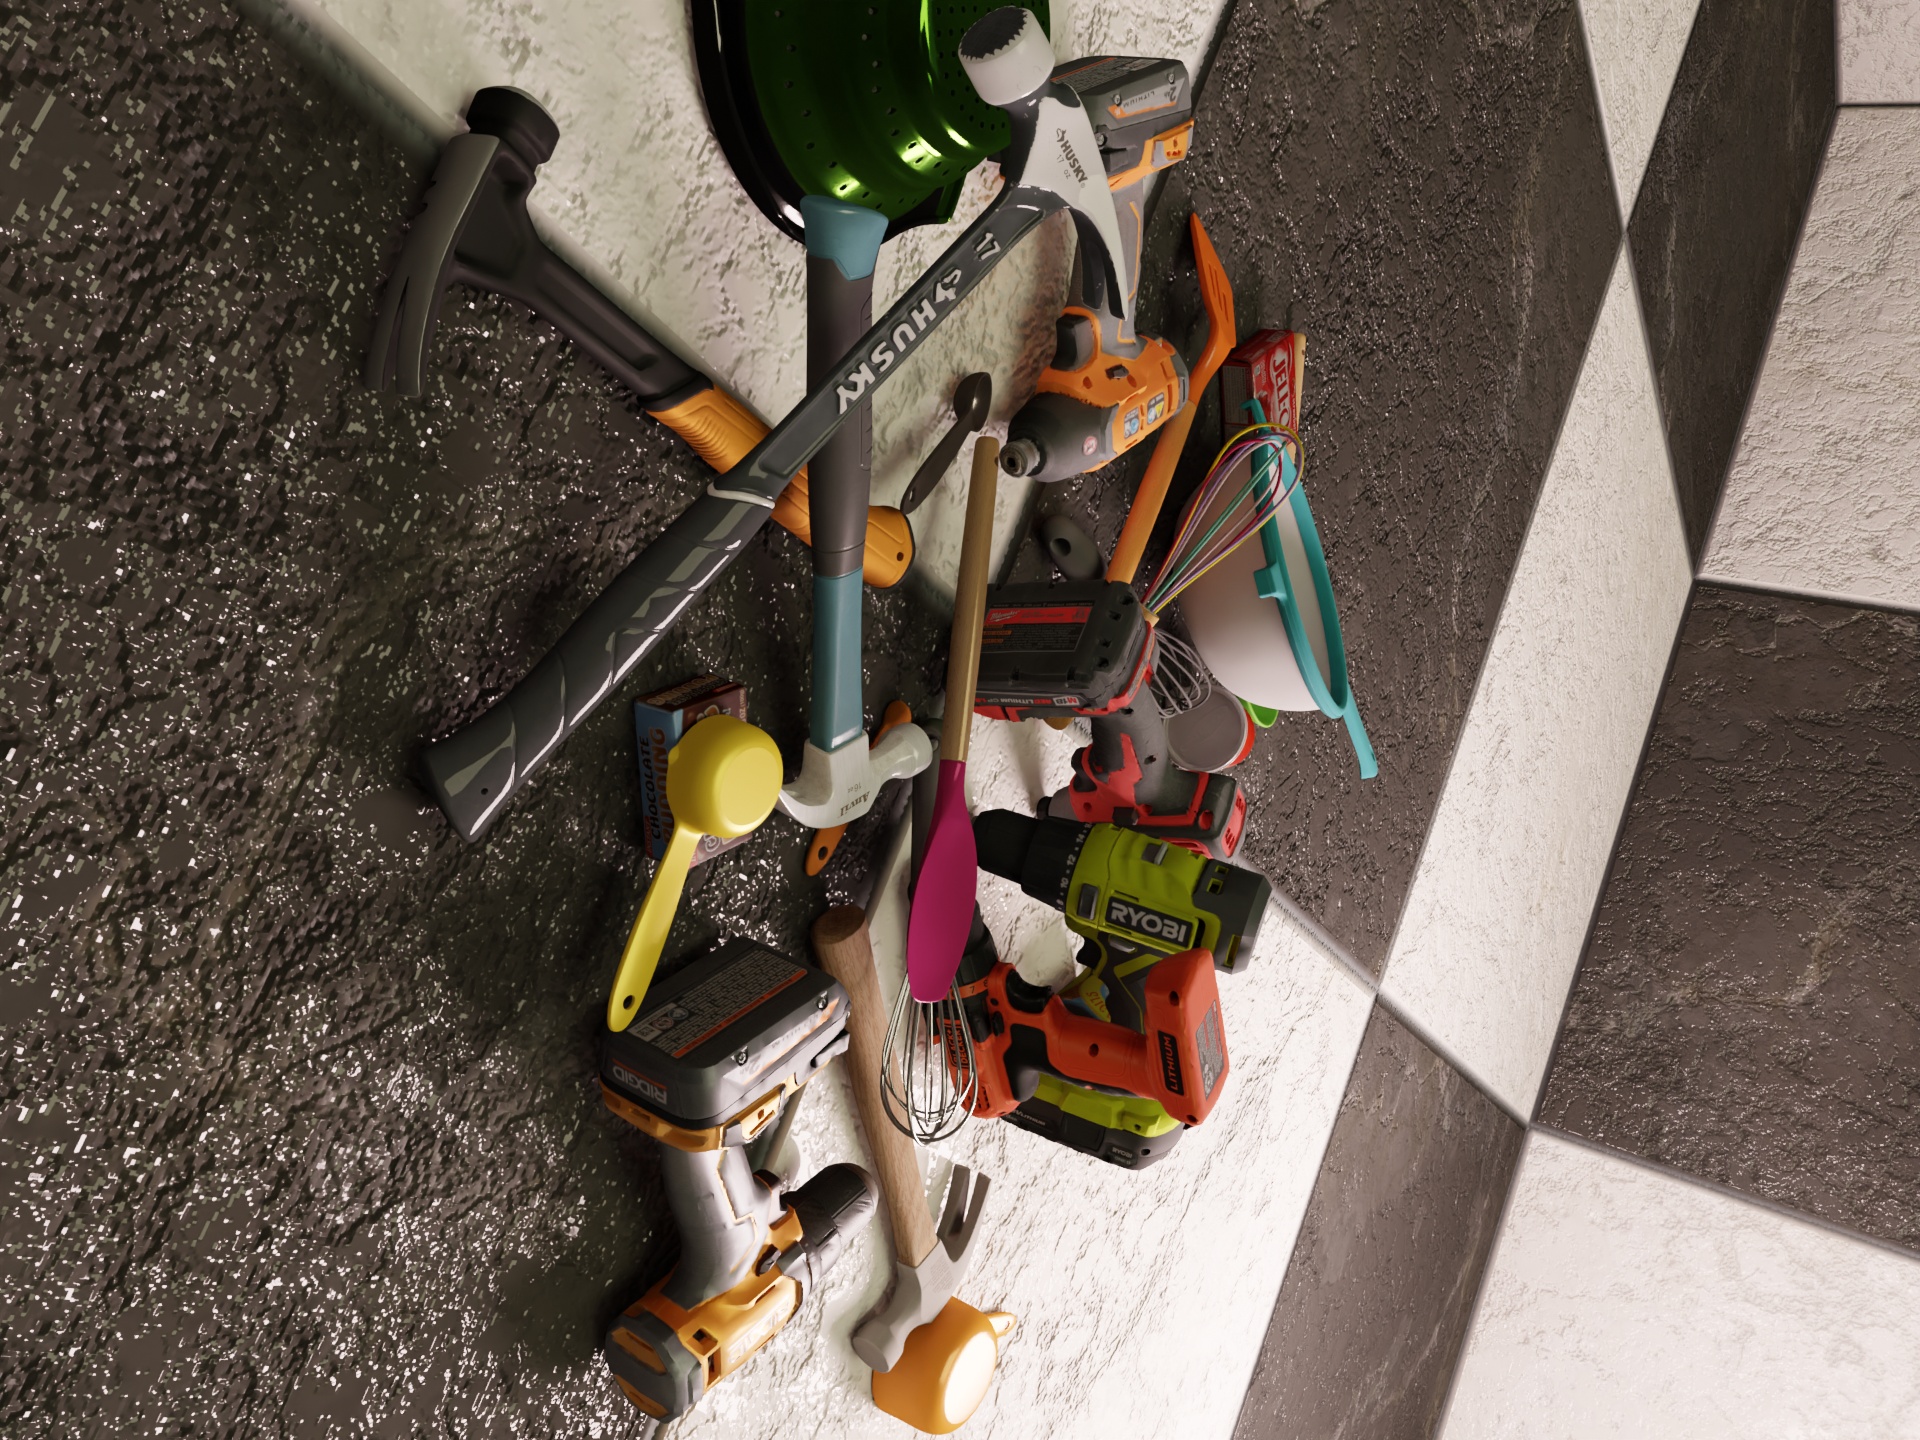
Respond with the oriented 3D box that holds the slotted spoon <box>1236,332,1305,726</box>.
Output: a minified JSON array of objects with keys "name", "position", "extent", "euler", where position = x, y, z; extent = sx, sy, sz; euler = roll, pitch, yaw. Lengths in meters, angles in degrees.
[{"name":"slotted spoon","position":[0.252,-0.151,1.278],"extent":[0.070,0.031,0.313],"euler":[-10,108,-54]}]

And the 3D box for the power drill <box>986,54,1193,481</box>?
[{"name":"power drill","position":[0.071,-0.254,0.926],"extent":[0.164,0.084,0.226],"euler":[-39,136,-42]}]

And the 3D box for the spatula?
[{"name":"spatula","position":[0.134,-0.190,1.059],"extent":[0.080,0.041,0.323],"euler":[45,62,-50]}]

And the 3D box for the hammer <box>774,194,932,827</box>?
[{"name":"hammer","position":[-0.059,-0.088,0.773],"extent":[0.128,0.033,0.330],"euler":[-31,136,-42]}]

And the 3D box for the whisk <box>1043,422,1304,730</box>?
[{"name":"whisk","position":[0.133,-0.092,1.032],"extent":[0.245,0.047,0.051],"euler":[-51,-167,13]}]

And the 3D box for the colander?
[{"name":"colander","position":[-0.066,-0.334,0.678],"extent":[0.396,0.094,0.204],"euler":[14,90,-57]}]

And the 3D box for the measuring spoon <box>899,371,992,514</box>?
[{"name":"measuring spoon","position":[-0.012,-0.153,0.878],"extent":[0.034,0.018,0.124],"euler":[88,24,-45]}]

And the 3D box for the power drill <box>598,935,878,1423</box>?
[{"name":"power drill","position":[-0.107,0.231,0.842],"extent":[0.185,0.084,0.226],"euler":[-28,128,-49]}]

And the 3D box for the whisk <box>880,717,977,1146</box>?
[{"name":"whisk","position":[-0.018,0.120,0.920],"extent":[0.059,0.058,0.246],"euler":[28,61,-68]}]

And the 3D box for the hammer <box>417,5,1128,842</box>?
[{"name":"hammer","position":[-0.078,-0.108,0.684],"extent":[0.409,0.036,0.149],"euler":[-48,136,-7]}]

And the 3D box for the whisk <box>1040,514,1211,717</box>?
[{"name":"whisk","position":[0.113,-0.068,1.086],"extent":[0.238,0.055,0.055],"euler":[46,64,-48]}]

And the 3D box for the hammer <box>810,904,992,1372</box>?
[{"name":"hammer","position":[-0.043,0.250,0.984],"extent":[0.130,0.031,0.331],"euler":[-41,133,-41]}]

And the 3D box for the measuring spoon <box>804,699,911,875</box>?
[{"name":"measuring spoon","position":[-0.057,0.038,0.903],"extent":[0.117,0.011,0.021],"euler":[-61,144,-21]}]

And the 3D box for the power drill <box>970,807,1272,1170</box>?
[{"name":"power drill","position":[0.084,0.166,1.029],"extent":[0.080,0.190,0.228],"euler":[-51,154,-54]}]

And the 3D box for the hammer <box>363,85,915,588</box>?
[{"name":"hammer","position":[-0.119,-0.132,0.729],"extent":[0.336,0.034,0.127],"euler":[34,73,-55]}]

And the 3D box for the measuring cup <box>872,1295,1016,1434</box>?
[{"name":"measuring cup","position":[0.010,0.443,1.112],"extent":[0.173,0.052,0.095],"euler":[15,89,-55]}]

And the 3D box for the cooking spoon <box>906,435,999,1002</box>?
[{"name":"cooking spoon","position":[-0.001,-0.003,0.890],"extent":[0.068,0.017,0.319],"euler":[15,80,-60]}]

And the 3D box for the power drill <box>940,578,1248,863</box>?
[{"name":"power drill","position":[0.082,0.013,0.995],"extent":[0.219,0.143,0.079],"euler":[56,47,-41]}]

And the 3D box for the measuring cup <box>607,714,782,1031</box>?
[{"name":"measuring cup","position":[-0.125,0.073,0.742],"extent":[0.062,0.029,0.156],"euler":[33,74,-53]}]

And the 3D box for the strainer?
[{"name":"strainer","position":[0.232,-0.056,1.190],"extent":[0.340,0.095,0.211],"euler":[57,28,-43]}]
